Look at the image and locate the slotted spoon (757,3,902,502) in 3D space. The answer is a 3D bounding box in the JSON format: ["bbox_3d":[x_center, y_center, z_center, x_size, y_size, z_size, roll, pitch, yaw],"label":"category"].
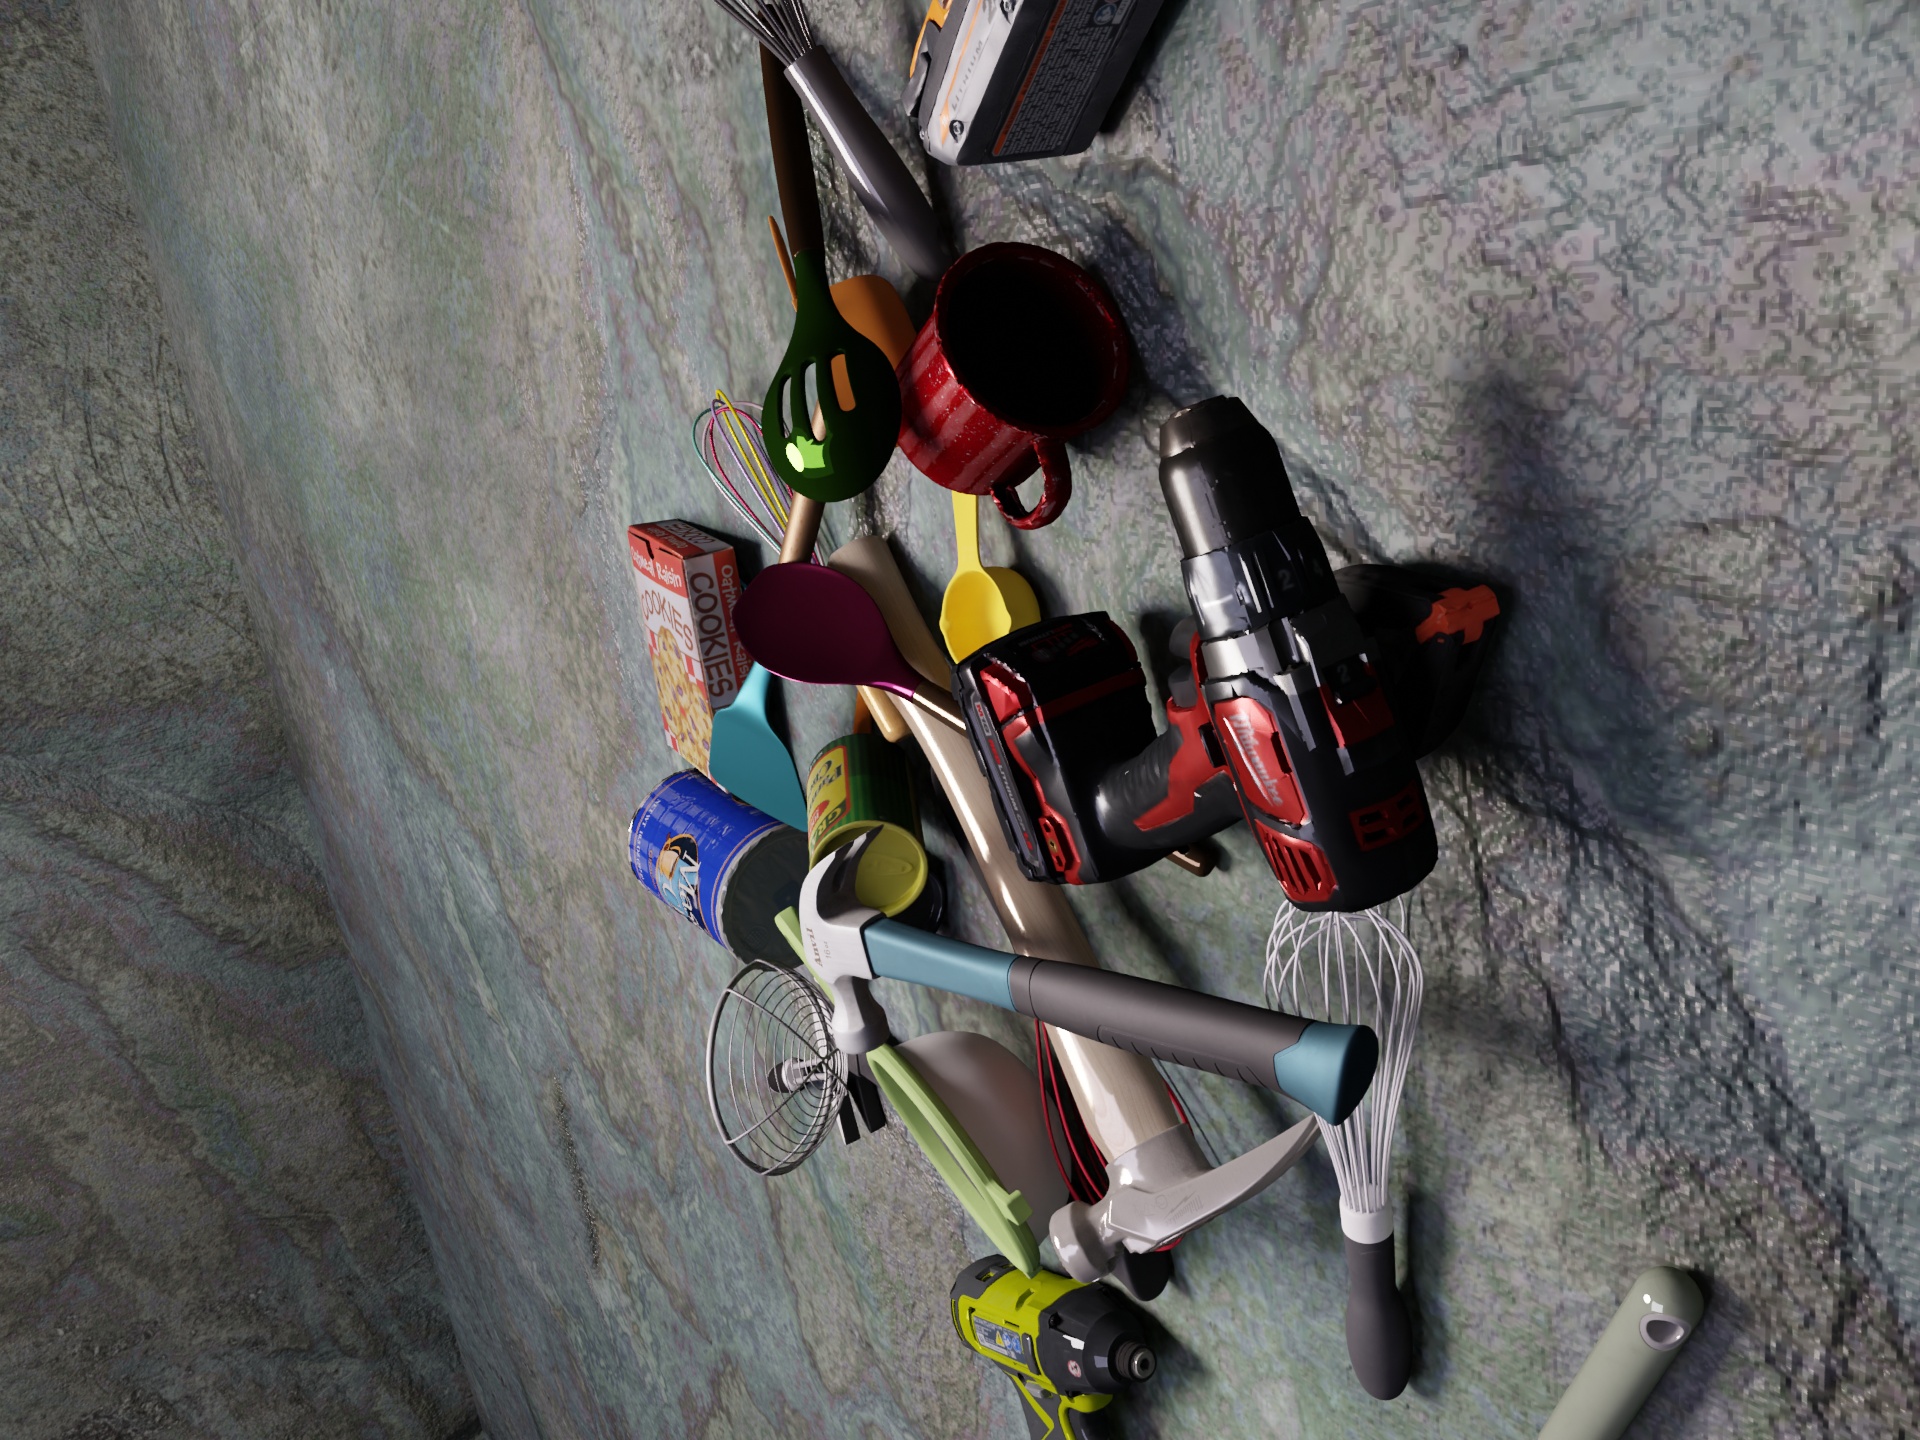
[{"bbox_3d":[-0.078,-0.240,0.767,0.070,0.031,0.314,-21,60,18],"label":"slotted spoon"}]

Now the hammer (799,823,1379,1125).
[{"bbox_3d":[0.039,0.123,0.719,0.331,0.033,0.128,6,117,46],"label":"hammer"}]

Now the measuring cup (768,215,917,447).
[{"bbox_3d":[-0.057,-0.213,0.824,0.095,0.052,0.174,66,-177,-58],"label":"measuring cup"}]

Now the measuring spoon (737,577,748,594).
[{"bbox_3d":[-0.133,-0.083,1.053,0.129,0.021,0.042,40,141,52],"label":"measuring spoon"}]

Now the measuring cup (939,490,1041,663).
[{"bbox_3d":[0.014,-0.100,0.815,0.062,0.029,0.156,0,95,55],"label":"measuring cup"}]

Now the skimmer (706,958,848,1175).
[{"bbox_3d":[-0.135,0.239,1.078,0.363,0.090,0.127,129,138,-72],"label":"skimmer"}]

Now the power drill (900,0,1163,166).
[{"bbox_3d":[-0.013,-0.343,0.666,0.227,0.084,0.164,63,150,18],"label":"power drill"}]

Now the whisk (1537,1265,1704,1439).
[{"bbox_3d":[0.249,0.308,0.659,0.058,0.059,0.246,17,124,9],"label":"whisk"}]

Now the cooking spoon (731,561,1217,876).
[{"bbox_3d":[-0.001,-0.003,0.828,0.319,0.069,0.017,31,168,29],"label":"cooking spoon"}]

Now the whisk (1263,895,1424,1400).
[{"bbox_3d":[0.174,0.190,0.694,0.070,0.070,0.284,21,128,51],"label":"whisk"}]

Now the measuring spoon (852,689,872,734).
[{"bbox_3d":[-0.065,0.012,0.999,0.021,0.011,0.116,40,137,39],"label":"measuring spoon"}]

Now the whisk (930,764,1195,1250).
[{"bbox_3d":[0.049,0.141,0.857,0.296,0.073,0.073,65,148,20],"label":"whisk"}]

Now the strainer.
[{"bbox_3d":[-0.014,0.191,0.912,0.257,0.069,0.151,49,165,27],"label":"strainer"}]

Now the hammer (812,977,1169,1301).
[{"bbox_3d":[0.008,0.266,1.007,0.335,0.035,0.146,24,126,49],"label":"hammer"}]

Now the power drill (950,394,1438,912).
[{"bbox_3d":[0.082,-0.017,0.640,0.227,0.080,0.188,-12,100,65],"label":"power drill"}]

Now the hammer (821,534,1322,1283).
[{"bbox_3d":[0.033,0.065,0.825,0.146,0.038,0.411,-35,65,18],"label":"hammer"}]

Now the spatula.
[{"bbox_3d":[-0.095,-0.081,0.929,0.082,0.044,0.317,27,114,24],"label":"spatula"}]

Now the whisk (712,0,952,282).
[{"bbox_3d":[-0.073,-0.311,0.750,0.238,0.055,0.055,55,152,-16],"label":"whisk"}]

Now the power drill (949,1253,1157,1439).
[{"bbox_3d":[0.079,0.448,0.962,0.171,0.080,0.223,-11,95,58],"label":"power drill"}]

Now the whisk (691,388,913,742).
[{"bbox_3d":[-0.093,-0.095,0.956,0.245,0.051,0.047,61,141,9],"label":"whisk"}]
